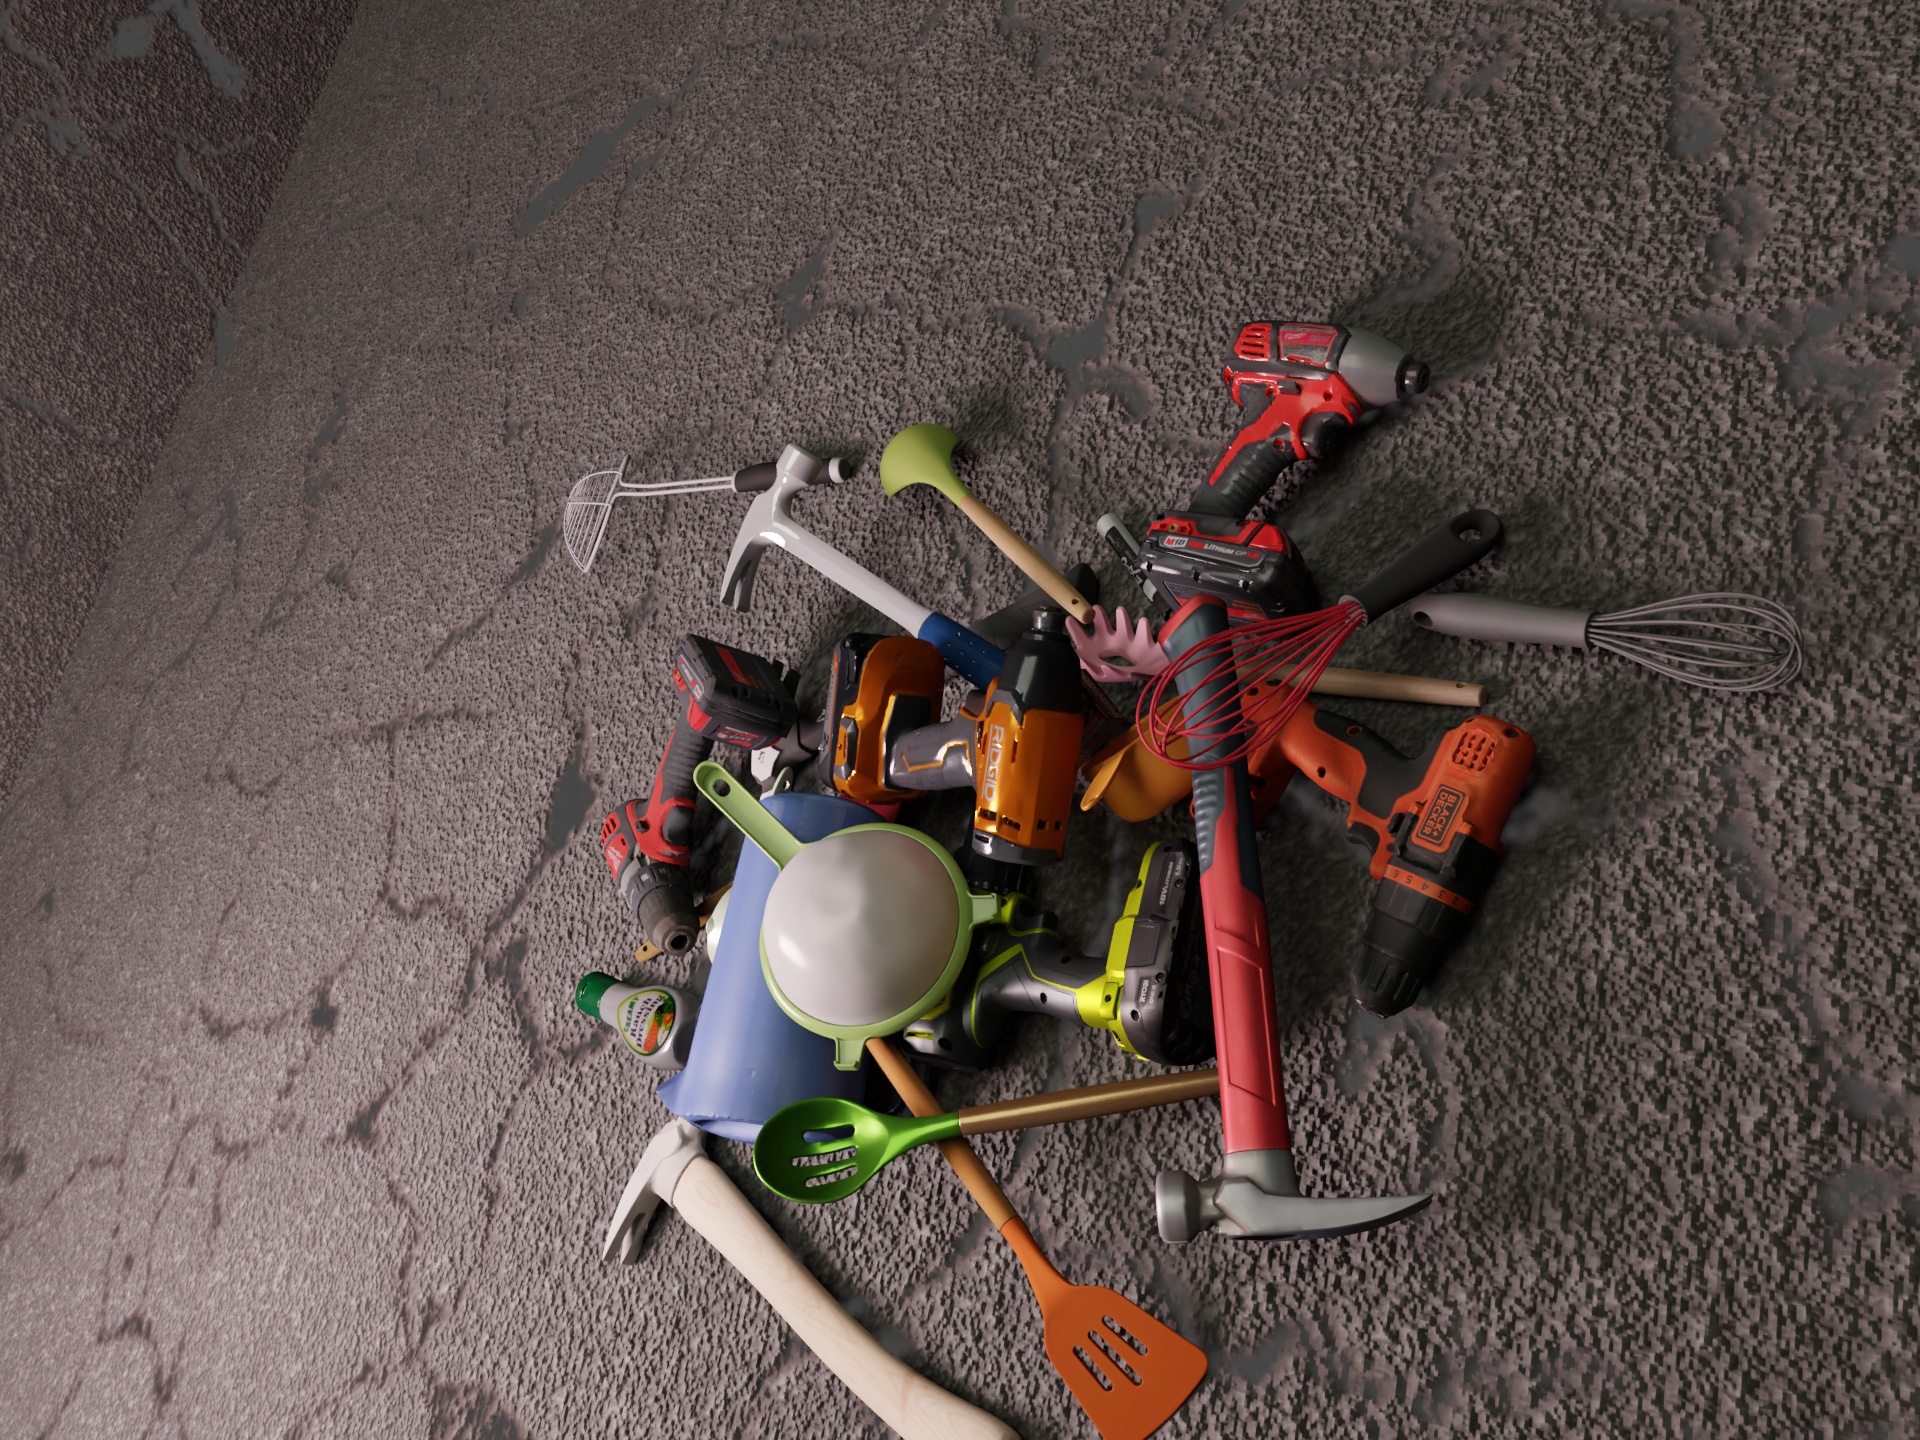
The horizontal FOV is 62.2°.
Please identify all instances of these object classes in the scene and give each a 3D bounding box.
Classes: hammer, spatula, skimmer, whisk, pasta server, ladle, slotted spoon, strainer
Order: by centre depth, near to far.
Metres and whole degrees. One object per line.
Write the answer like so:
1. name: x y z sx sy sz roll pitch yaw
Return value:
1. whisk: 0.363 -0.054 0.917 0.239 0.055 0.055 12 75 48
2. hammer: 0.173 0.098 0.918 0.143 0.038 0.387 -6 63 11
3. whisk: 0.221 -0.055 0.947 0.296 0.073 0.073 -32 39 -23
4. slotted spoon: 0.026 0.245 0.977 0.314 0.031 0.070 -12 53 9
5. spatula: 0.022 0.294 0.986 0.081 0.041 0.323 -50 53 10
6. pasta server: 0.195 -0.037 1.058 0.316 0.040 0.060 8 45 42
7. strainer: -0.107 0.097 1.062 0.151 0.069 0.257 -46 61 -7
8. hammer: -0.107 0.405 1.076 0.411 0.038 0.146 26 86 45
9. hammer: -0.035 -0.071 1.216 0.406 0.035 0.144 35 98 33
10. ladle: 0.023 -0.151 1.247 0.078 0.062 0.320 -38 44 -3
11. hammer: -0.035 -0.040 1.262 0.335 0.035 0.146 -27 52 27
12. ladle: -0.154 0.121 1.282 0.315 0.031 0.069 -34 56 25
13. skimmer: -0.248 -0.213 1.548 0.363 0.090 0.127 -1 64 30

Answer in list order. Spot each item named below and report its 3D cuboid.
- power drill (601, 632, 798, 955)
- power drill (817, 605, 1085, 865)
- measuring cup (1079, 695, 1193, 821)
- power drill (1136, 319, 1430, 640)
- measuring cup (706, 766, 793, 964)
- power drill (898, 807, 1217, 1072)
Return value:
1. power drill: -0.218 0.064 1.297 0.226 0.080 0.188 -62 32 15
2. power drill: -0.002 -0.003 1.078 0.227 0.084 0.164 14 97 52
3. measuring cup: 0.116 0.041 1.008 0.095 0.052 0.174 -36 4 26
4. power drill: 0.221 -0.172 1.082 0.143 0.078 0.220 15 74 36
5. measuring cup: -0.144 0.120 1.224 0.038 0.083 0.167 15 90 33
6. power drill: 0.069 0.137 1.045 0.228 0.080 0.191 -6 60 41
